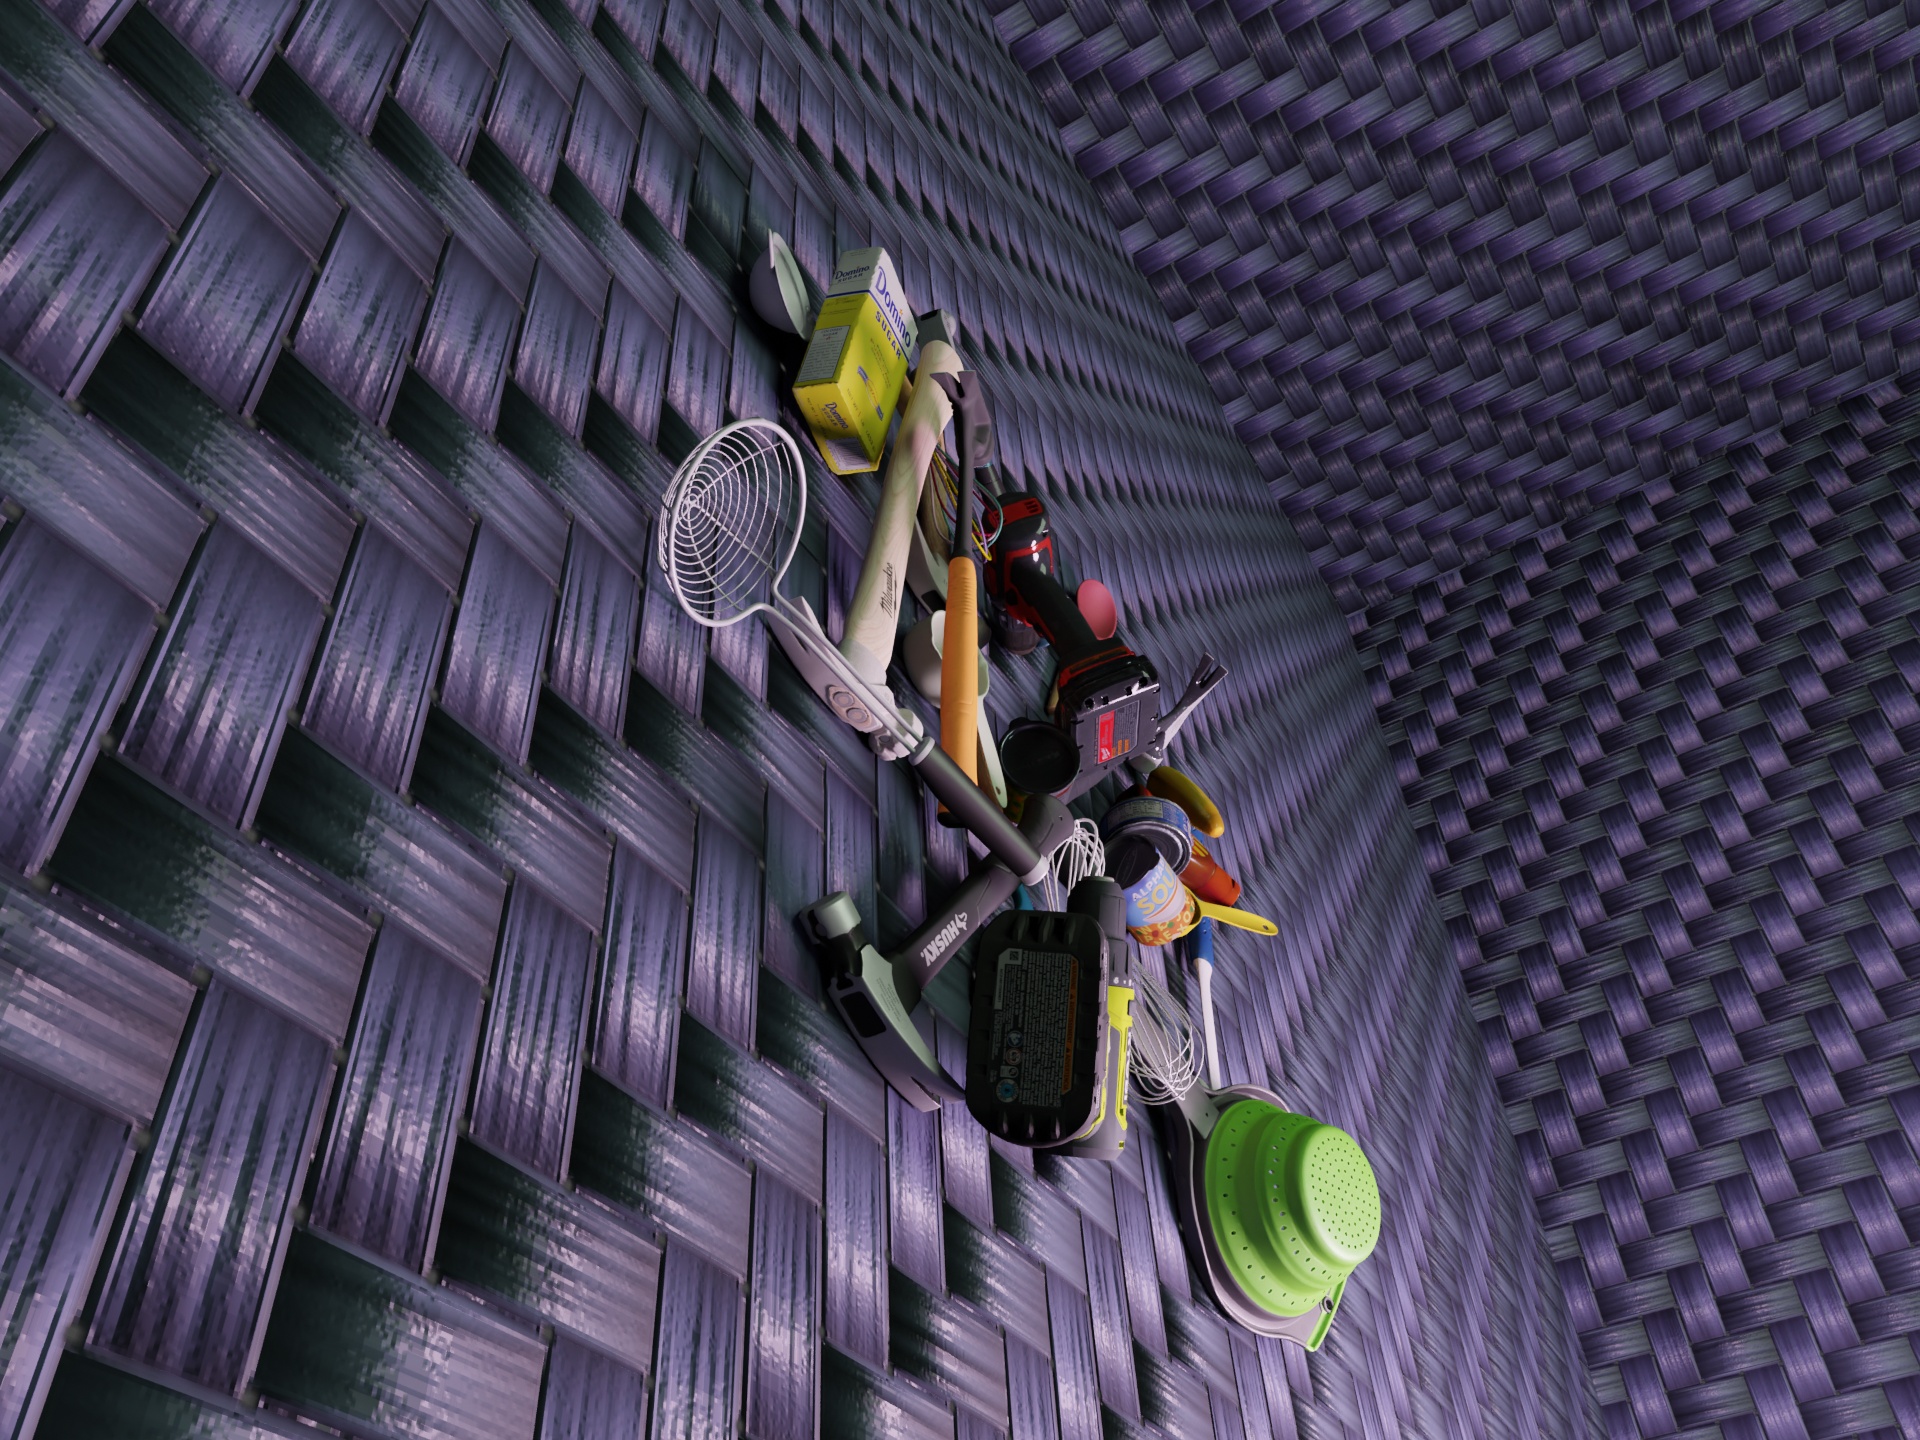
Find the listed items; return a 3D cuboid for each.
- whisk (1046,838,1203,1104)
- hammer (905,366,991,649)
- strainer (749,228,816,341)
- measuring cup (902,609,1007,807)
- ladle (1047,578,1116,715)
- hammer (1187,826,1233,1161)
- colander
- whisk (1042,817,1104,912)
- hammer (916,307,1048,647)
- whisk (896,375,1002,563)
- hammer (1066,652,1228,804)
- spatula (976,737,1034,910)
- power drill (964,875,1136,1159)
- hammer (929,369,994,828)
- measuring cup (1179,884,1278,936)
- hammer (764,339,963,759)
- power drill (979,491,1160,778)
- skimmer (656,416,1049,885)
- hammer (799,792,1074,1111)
[{"bbox_3d":[0.116,0.182,1.249,0.070,0.070,0.285,46,13,-42],"label":"whisk"},{"bbox_3d":[-0.027,-0.213,1.420,0.129,0.031,0.332,49,26,-40],"label":"hammer"},{"bbox_3d":[-0.115,-0.313,1.304,0.258,0.050,0.087,42,35,-59],"label":"strainer"},{"bbox_3d":[-0.002,-0.004,1.230,0.083,0.038,0.168,18,51,-57],"label":"measuring cup"},{"bbox_3d":[0.120,-0.072,1.634,0.069,0.031,0.315,58,23,-14],"label":"ladle"},{"bbox_3d":[0.237,0.252,1.544,0.144,0.035,0.406,53,24,-30],"label":"hammer"},{"bbox_3d":[0.231,0.329,1.295,0.397,0.094,0.204,55,41,-9],"label":"colander"},{"bbox_3d":[0.078,0.170,1.209,0.057,0.059,0.247,36,40,-24],"label":"whisk"},{"bbox_3d":[0.027,-0.227,1.507,0.128,0.033,0.331,-69,139,-74],"label":"hammer"},{"bbox_3d":[-0.019,-0.221,1.338,0.047,0.051,0.245,12,39,-37],"label":"whisk"},{"bbox_3d":[0.149,0.028,1.482,0.036,0.149,0.409,41,24,11],"label":"hammer"},{"bbox_3d":[0.017,0.087,1.205,0.082,0.044,0.318,42,26,-46],"label":"spatula"},{"bbox_3d":[0.070,0.186,1.023,0.228,0.080,0.191,43,50,-71],"label":"power drill"},{"bbox_3d":[0.001,-0.088,1.173,0.127,0.034,0.337,61,29,-72],"label":"hammer"},{"bbox_3d":[0.241,0.193,1.538,0.156,0.029,0.062,17,39,-28],"label":"measuring cup"},{"bbox_3d":[-0.052,-0.166,1.198,0.146,0.038,0.411,51,34,-35],"label":"hammer"},{"bbox_3d":[0.082,-0.062,1.353,0.187,0.080,0.227,85,-19,-56],"label":"power drill"},{"bbox_3d":[-0.050,-0.027,0.994,0.363,0.090,0.127,47,59,-17],"label":"skimmer"},{"bbox_3d":[0.010,0.126,1.061,0.146,0.035,0.335,63,28,-5],"label":"hammer"}]
